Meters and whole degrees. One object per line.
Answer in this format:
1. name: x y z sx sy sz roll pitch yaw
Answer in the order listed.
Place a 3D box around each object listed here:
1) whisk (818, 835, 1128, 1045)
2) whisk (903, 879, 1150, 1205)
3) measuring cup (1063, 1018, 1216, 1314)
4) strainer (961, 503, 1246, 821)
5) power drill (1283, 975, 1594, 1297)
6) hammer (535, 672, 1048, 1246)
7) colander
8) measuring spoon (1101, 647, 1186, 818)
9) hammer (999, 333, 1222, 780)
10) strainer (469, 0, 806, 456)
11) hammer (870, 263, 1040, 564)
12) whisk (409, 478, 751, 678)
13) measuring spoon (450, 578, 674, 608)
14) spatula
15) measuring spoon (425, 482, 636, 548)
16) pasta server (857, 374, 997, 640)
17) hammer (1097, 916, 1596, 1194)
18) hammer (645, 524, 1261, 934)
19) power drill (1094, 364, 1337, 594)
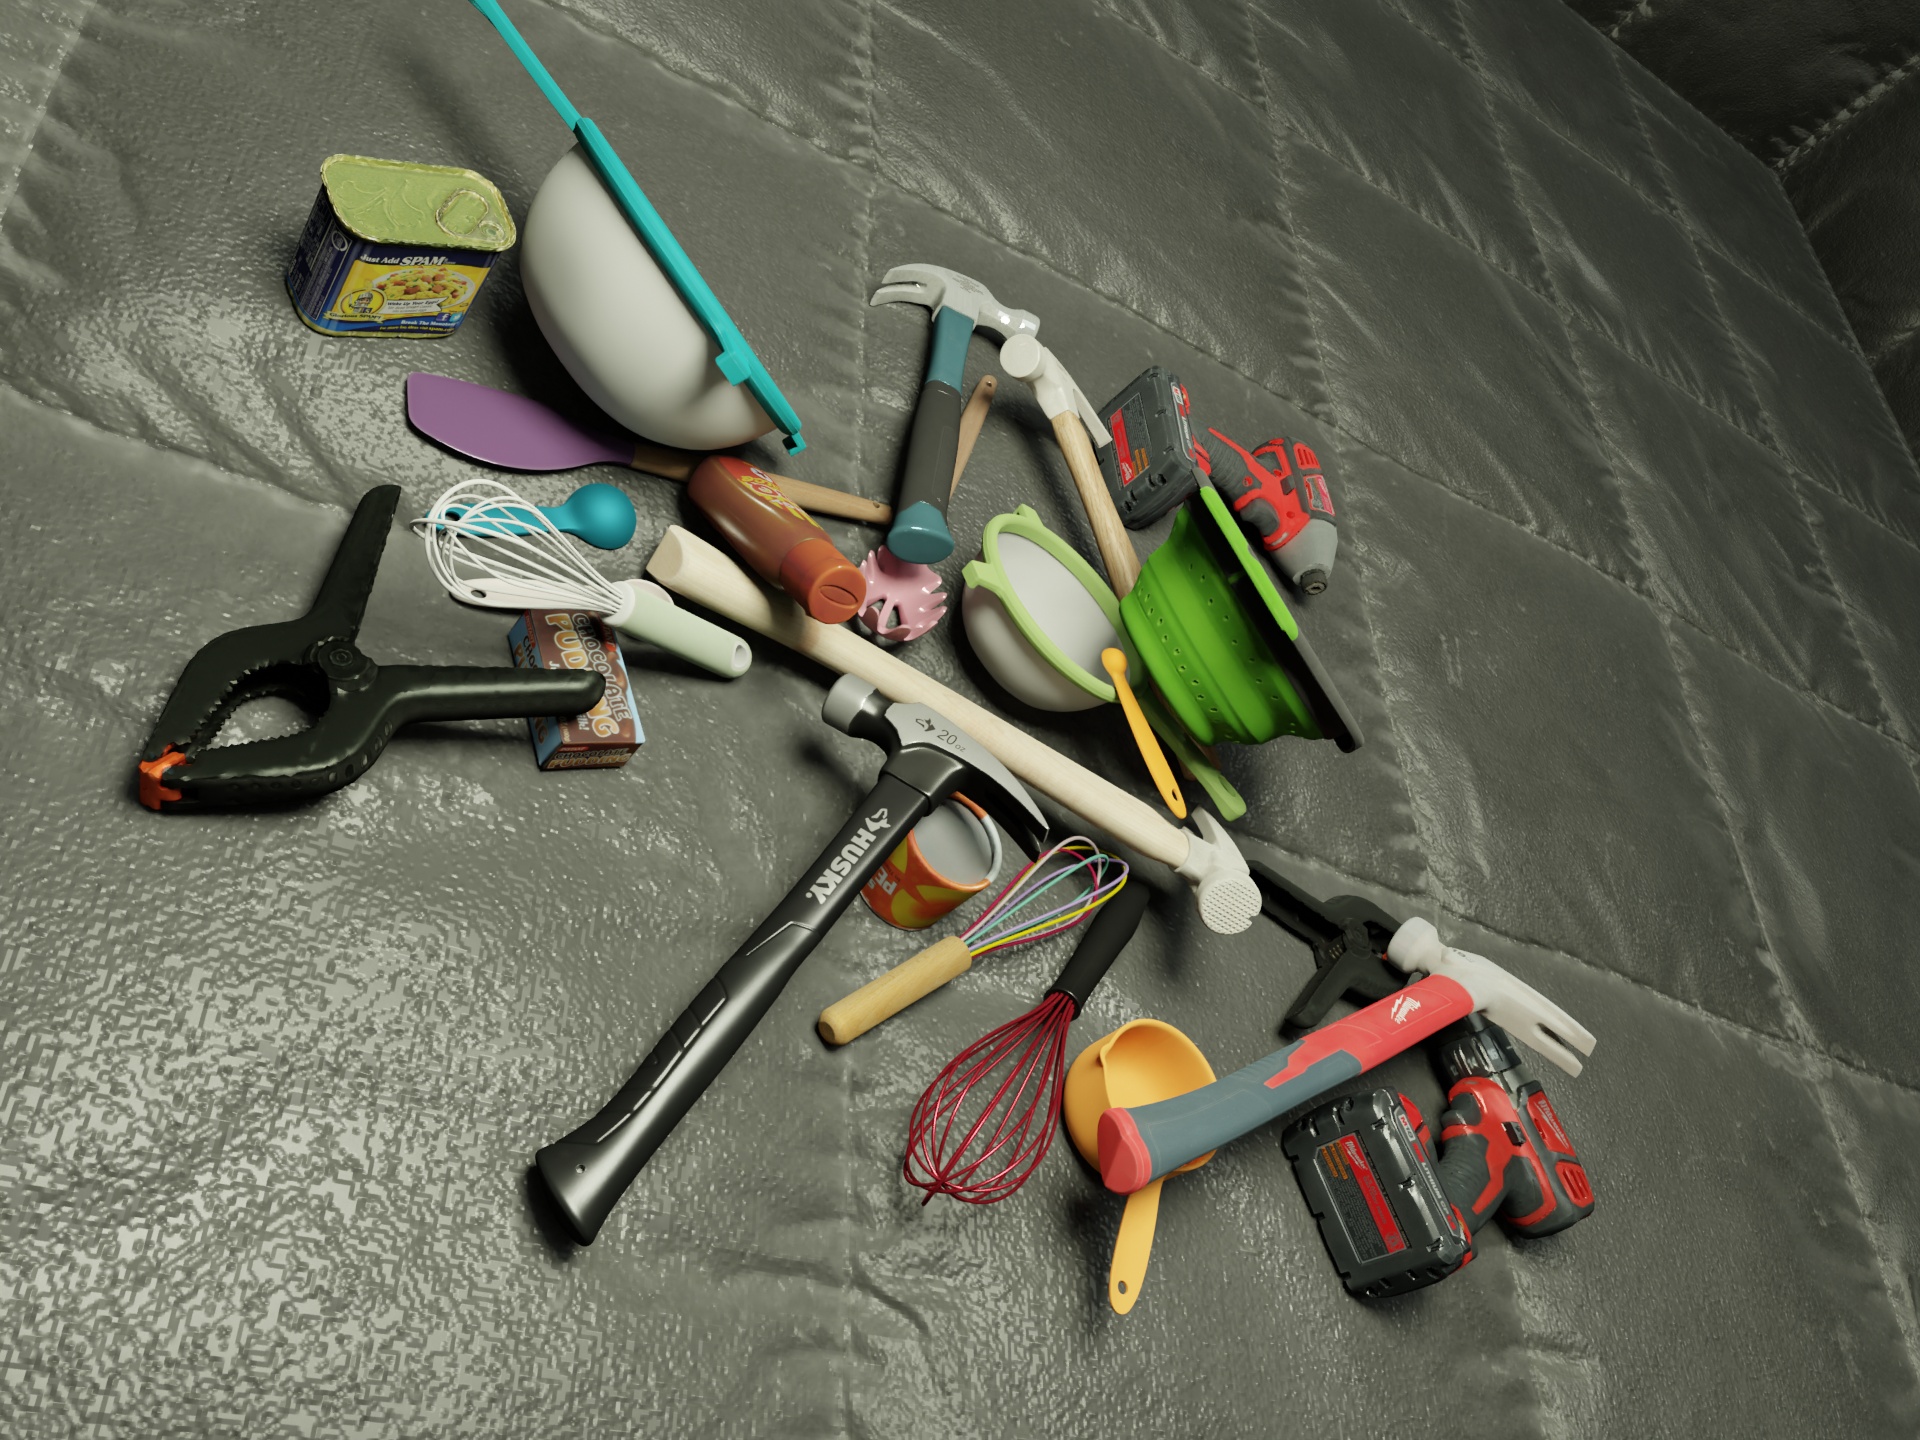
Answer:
1. whisk: 0.011 0.124 0.915 0.245 0.051 0.047 -25 71 -41
2. whisk: 0.051 0.172 0.900 0.073 0.073 0.296 48 38 -2
3. measuring cup: 0.090 0.251 0.882 0.095 0.052 0.174 35 47 -16
4. strainer: 0.085 -0.019 1.052 0.256 0.069 0.151 49 27 -7
5. power drill: 0.313 0.263 1.042 0.226 0.080 0.188 -3 64 -44
6. hammer: -0.086 0.116 0.790 0.146 0.035 0.335 30 53 13
7. colander: 0.193 -0.035 1.088 0.205 0.094 0.396 63 13 19
8. measuring spoon: 0.117 0.006 0.987 0.021 0.011 0.117 -6 69 -54
9. hammer: 0.115 -0.114 1.141 0.130 0.031 0.331 8 60 -69
10. strainer: -0.226 -0.285 0.932 0.340 0.095 0.211 54 2 5
11. hammer: -0.013 -0.219 1.106 0.128 0.033 0.331 24 41 -16
12. whisk: -0.184 -0.062 0.820 0.246 0.059 0.058 27 71 -59
13. measuring spoon: -0.219 -0.063 0.875 0.124 0.018 0.034 2 48 -31
14. spatula: -0.176 -0.154 0.966 0.315 0.018 0.060 9 52 -35
15. measuring spoon: -0.235 -0.117 0.888 0.128 0.021 0.042 -8 67 -44
16. pasta server: -0.013 -0.155 1.088 0.060 0.040 0.316 29 44 -9
17. hammer: 0.226 0.207 0.929 0.386 0.038 0.143 -11 36 -44
18. hammer: -0.002 -0.003 0.971 0.410 0.038 0.146 31 13 -11
19. power drill: 0.216 -0.185 1.276 0.219 0.078 0.143 16 53 -35
